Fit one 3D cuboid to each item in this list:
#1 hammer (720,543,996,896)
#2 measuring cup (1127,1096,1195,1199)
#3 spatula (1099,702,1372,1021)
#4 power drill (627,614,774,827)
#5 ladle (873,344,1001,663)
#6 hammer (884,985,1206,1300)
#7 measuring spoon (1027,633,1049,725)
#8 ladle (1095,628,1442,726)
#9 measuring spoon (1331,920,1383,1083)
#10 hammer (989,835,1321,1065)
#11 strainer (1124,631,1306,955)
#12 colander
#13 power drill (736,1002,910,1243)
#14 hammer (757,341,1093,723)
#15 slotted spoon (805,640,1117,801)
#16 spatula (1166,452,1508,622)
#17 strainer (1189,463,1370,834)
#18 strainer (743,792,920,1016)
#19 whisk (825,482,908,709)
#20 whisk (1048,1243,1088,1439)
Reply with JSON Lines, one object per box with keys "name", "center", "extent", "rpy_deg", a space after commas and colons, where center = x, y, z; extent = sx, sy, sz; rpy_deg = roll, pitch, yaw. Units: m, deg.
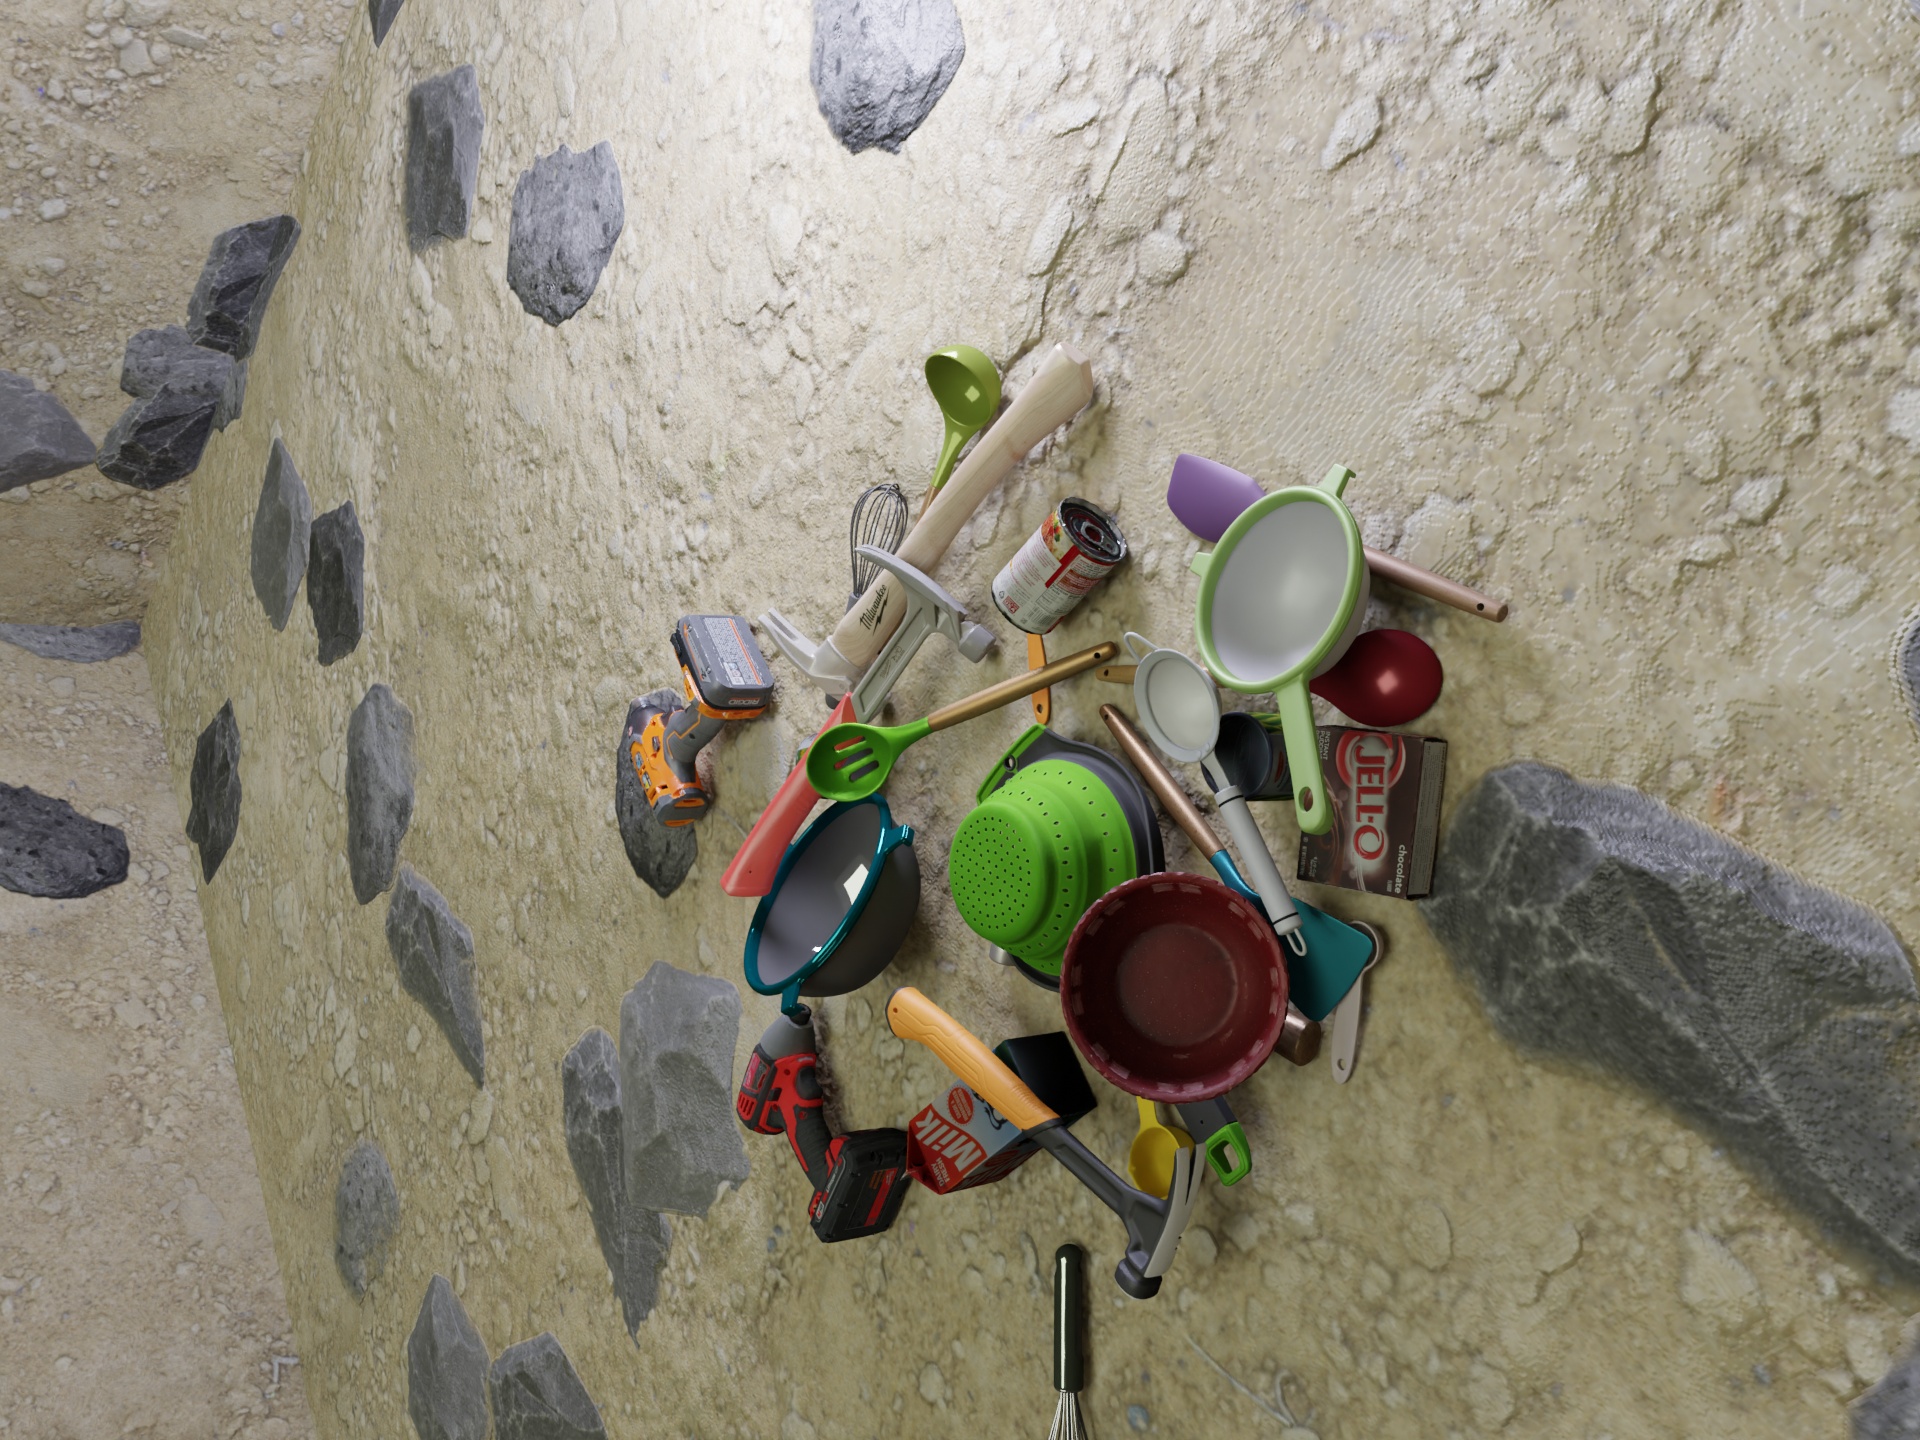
{"name": "hammer", "center": [-0.125, 0.017, 1.467], "extent": [0.149, 0.037, 0.359], "rpy_deg": [37, 108, 4]}
{"name": "measuring cup", "center": [0.156, 0.300, 1.261], "extent": [0.062, 0.029, 0.157], "rpy_deg": [-32, 54, 43]}
{"name": "spatula", "center": [0.191, 0.089, 1.212], "extent": [0.318, 0.044, 0.082], "rpy_deg": [57, 132, 42]}
{"name": "power drill", "center": [-0.297, -0.013, 1.732], "extent": [0.226, 0.084, 0.164], "rpy_deg": [-54, 51, 37]}
{"name": "ladle", "center": [-0.036, -0.190, 1.462], "extent": [0.078, 0.062, 0.320], "rpy_deg": [32, 116, 25]}
{"name": "hammer", "center": [0.052, 0.301, 1.257], "extent": [0.337, 0.034, 0.127], "rpy_deg": [32, 112, 43]}
{"name": "measuring spoon", "center": [0.063, -0.053, 1.377], "extent": [0.021, 0.011, 0.117], "rpy_deg": [-15, 78, 47]}
{"name": "ladle", "center": [0.216, -0.034, 1.197], "extent": [0.315, 0.031, 0.069], "rpy_deg": [3, 85, 50]}
{"name": "measuring spoon", "center": [0.281, 0.200, 1.129], "extent": [0.034, 0.018, 0.124], "rpy_deg": [24, 113, 51]}
{"name": "hammer", "center": [0.147, 0.186, 1.263], "extent": [0.331, 0.031, 0.130], "rpy_deg": [23, 106, 46]}
{"name": "strainer", "center": [0.188, 0.047, 1.127], "extent": [0.087, 0.050, 0.259], "rpy_deg": [-48, 60, 55]}
{"name": "colander", "center": [0.093, 0.181, 1.228], "extent": [0.204, 0.094, 0.397], "rpy_deg": [-52, 54, 34]}
{"name": "power drill", "center": [-0.137, 0.385, 1.546], "extent": [0.220, 0.078, 0.143], "rpy_deg": [42, 119, 44]}
{"name": "hammer", "center": [-0.027, -0.178, 1.425], "extent": [0.146, 0.038, 0.410], "rpy_deg": [41, 121, 0]}
{"name": "slotted spoon", "center": [-0.002, -0.004, 1.377], "extent": [0.314, 0.031, 0.070], "rpy_deg": [-23, 98, 26]}
{"name": "spatula", "center": [0.261, -0.128, 1.154], "extent": [0.316, 0.018, 0.059], "rpy_deg": [32, 117, 45]}
{"name": "strainer", "center": [0.242, -0.037, 1.090], "extent": [0.151, 0.069, 0.257], "rpy_deg": [-33, 51, 44]}
{"name": "strainer", "center": [-0.124, 0.166, 1.529], "extent": [0.211, 0.095, 0.340], "rpy_deg": [-57, 22, -3]}
{"name": "whisk", "center": [-0.096, -0.117, 1.534], "extent": [0.055, 0.055, 0.239], "rpy_deg": [37, 120, 42]}
{"name": "whisk", "center": [0.090, 0.558, 1.311], "extent": [0.059, 0.057, 0.246], "rpy_deg": [-1, 84, 14]}
